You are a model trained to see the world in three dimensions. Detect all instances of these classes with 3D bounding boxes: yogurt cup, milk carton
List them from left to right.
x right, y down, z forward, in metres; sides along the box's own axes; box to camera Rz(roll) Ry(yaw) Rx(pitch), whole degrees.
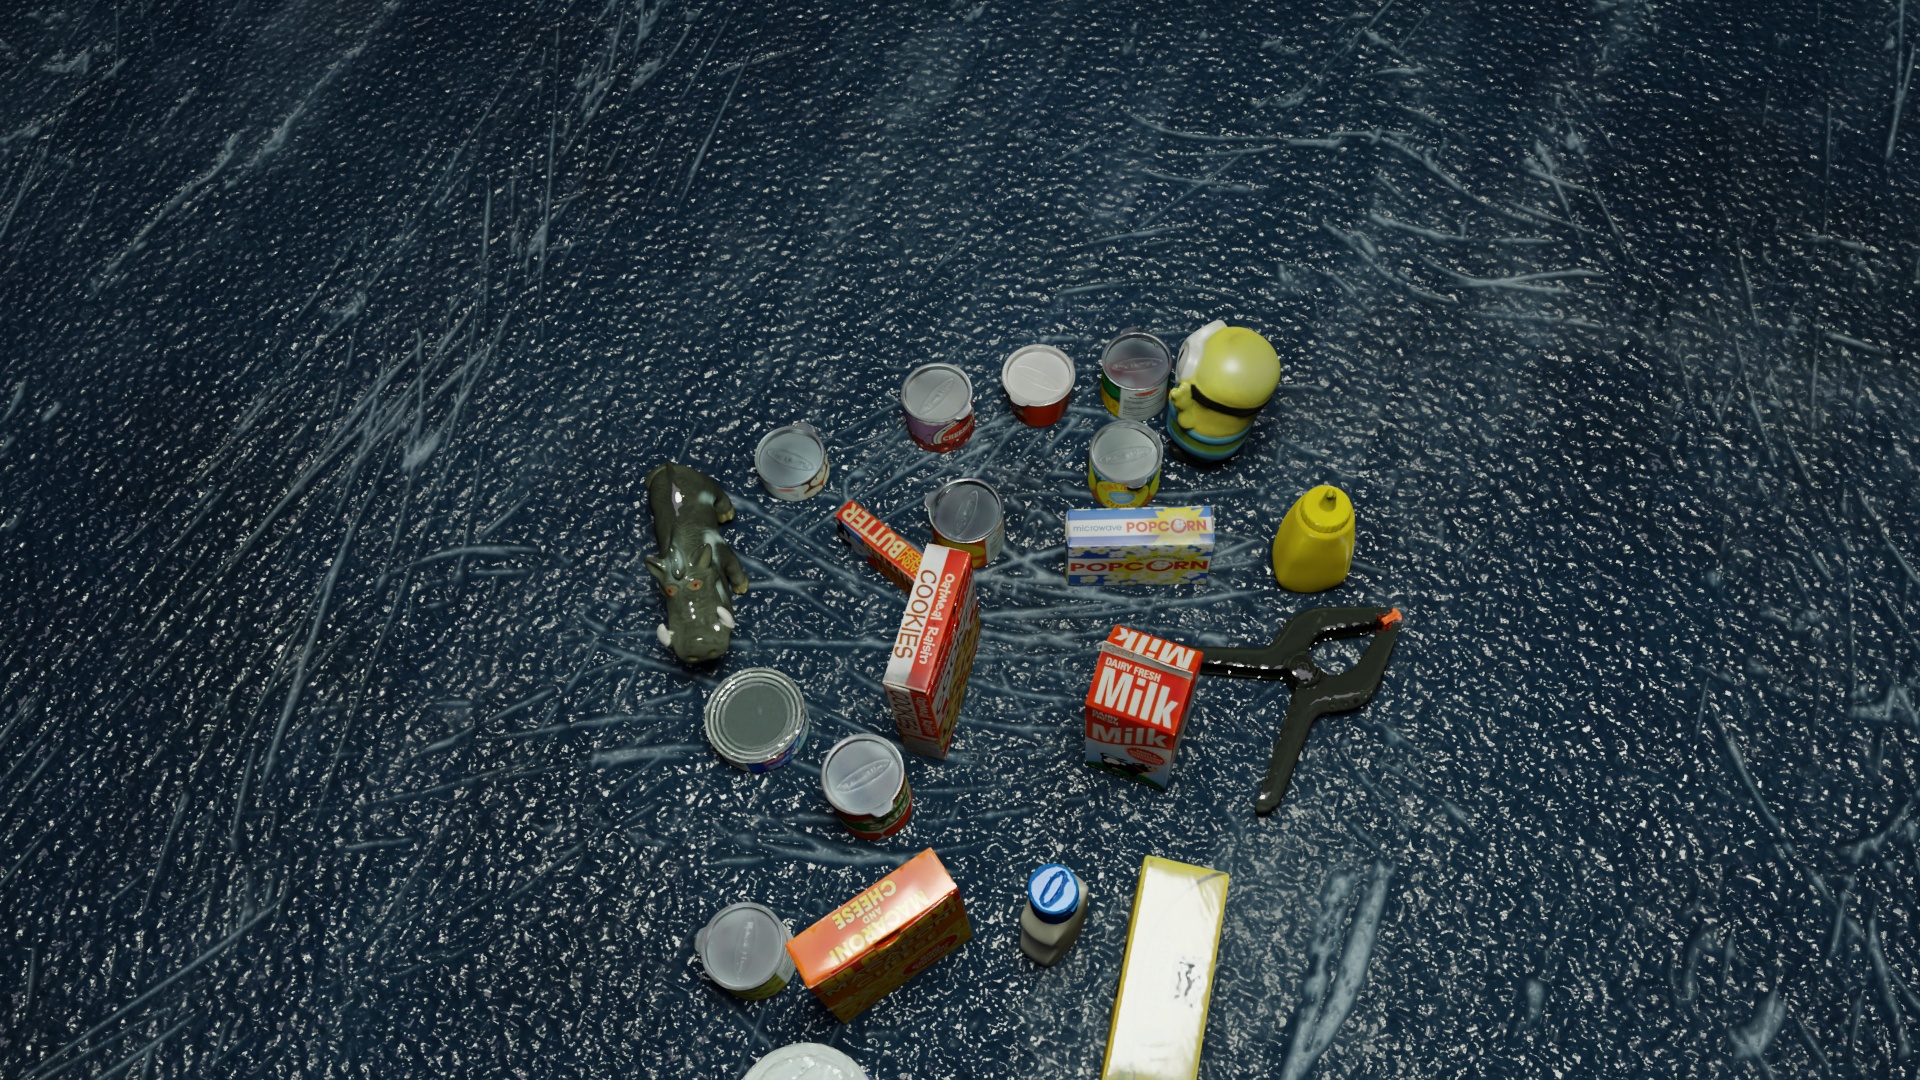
[{"bbox_3d":[0.074,-0.143,1.312,0.072,0.053,0.072,-2,63,3],"label":"yogurt cup"},{"bbox_3d":[0.143,0.127,1.092,0.072,0.189,0.074,18,66,13],"label":"milk carton"}]

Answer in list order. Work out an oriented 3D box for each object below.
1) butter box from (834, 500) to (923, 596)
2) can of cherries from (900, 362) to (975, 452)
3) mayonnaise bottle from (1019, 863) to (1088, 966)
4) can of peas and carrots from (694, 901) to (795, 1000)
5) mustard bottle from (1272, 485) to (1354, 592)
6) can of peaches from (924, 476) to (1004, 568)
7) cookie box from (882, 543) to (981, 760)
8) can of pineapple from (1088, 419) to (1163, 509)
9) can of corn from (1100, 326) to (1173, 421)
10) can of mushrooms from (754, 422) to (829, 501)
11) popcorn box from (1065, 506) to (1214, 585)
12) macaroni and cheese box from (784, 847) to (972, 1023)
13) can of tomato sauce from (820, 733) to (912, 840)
[{"bbox_3d":[-0.066,0.011,1.244,0.103,0.053,0.024,38,72,20],"label":"butter box"},{"bbox_3d":[-0.019,-0.122,1.306,0.071,0.058,0.072,-2,63,3],"label":"can of cherries"},{"bbox_3d":[0.070,0.277,1.044,0.041,0.147,0.065,30,69,17],"label":"mayonnaise bottle"},{"bbox_3d":[-0.167,0.322,1.088,0.071,0.058,0.071,-2,63,3],"label":"can of peas and carrots"},{"bbox_3d":[0.302,-0.007,1.167,0.065,0.159,0.049,-2,63,3],"label":"mustard bottle"},{"bbox_3d":[0.004,-0.016,1.249,0.071,0.057,0.071,-2,63,3],"label":"can of peaches"},{"bbox_3d":[-0.019,0.094,1.134,0.040,0.166,0.123,12,65,10],"label":"cookie box"},{"bbox_3d":[0.149,-0.066,1.265,0.071,0.057,0.071,-2,63,3],"label":"can of pineapple"},{"bbox_3d":[0.165,-0.156,1.310,0.071,0.058,0.071,-2,63,3],"label":"can of corn"},{"bbox_3d":[-0.156,-0.074,1.304,0.071,0.033,0.071,-2,63,3],"label":"can of mushrooms"},{"bbox_3d":[0.155,0.006,1.213,0.127,0.085,0.038,-1,63,3],"label":"popcorn box"},{"bbox_3d":[-0.055,0.297,1.033,0.124,0.165,0.040,-32,65,-11],"label":"macaroni and cheese box"},{"bbox_3d":[-0.073,0.203,1.129,0.071,0.082,0.071,-2,63,3],"label":"can of tomato sauce"}]
